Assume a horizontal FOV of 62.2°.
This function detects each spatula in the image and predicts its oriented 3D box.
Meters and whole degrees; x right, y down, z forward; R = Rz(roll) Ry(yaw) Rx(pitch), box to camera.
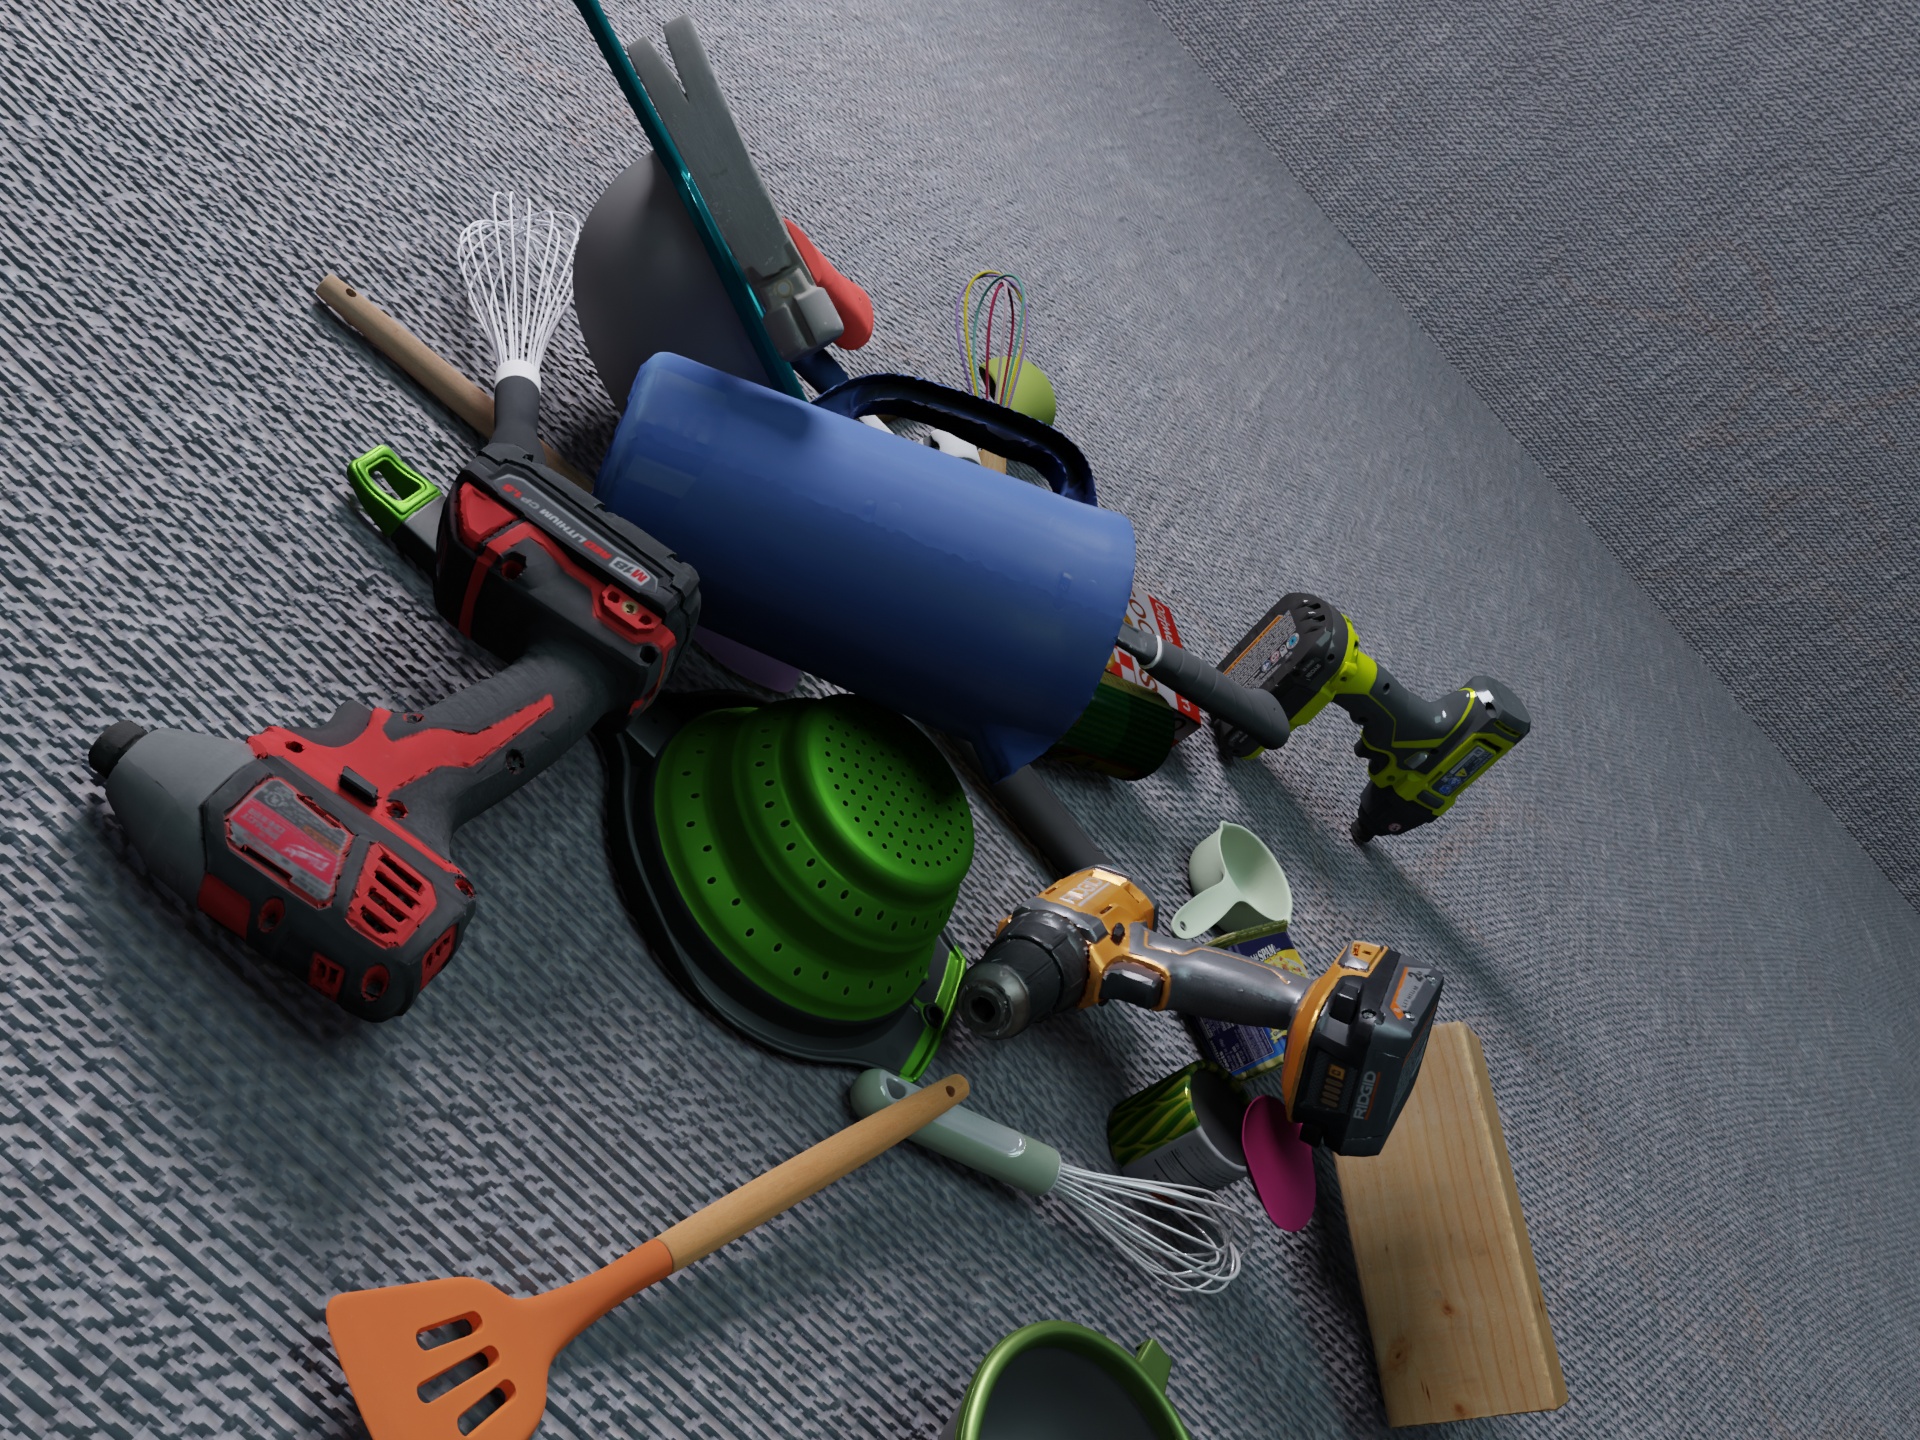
[{"bbox_3d":[-0.094,0.197,0.620,0.322,0.041,0.081,-16,71,-50],"label":"spatula"},{"bbox_3d":[-0.204,-0.120,0.841,0.315,0.018,0.060,41,39,-19],"label":"spatula"}]

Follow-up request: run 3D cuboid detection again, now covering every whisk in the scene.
[{"bbox_3d":[0.049,0.226,0.787,0.246,0.059,0.058,30,27,-23],"label":"whisk"},{"bbox_3d":[0.026,-0.209,1.129,0.047,0.051,0.245,23,65,-56],"label":"whisk"},{"bbox_3d":[-0.226,-0.190,0.818,0.070,0.070,0.285,27,33,-35],"label":"whisk"}]

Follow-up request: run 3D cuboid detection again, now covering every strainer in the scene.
[{"bbox_3d":[-0.165,-0.234,0.808,0.211,0.095,0.340,64,1,34],"label":"strainer"},{"bbox_3d":[-0.005,0.310,0.609,0.256,0.069,0.152,25,43,-36],"label":"strainer"}]

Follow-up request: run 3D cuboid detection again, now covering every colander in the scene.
[{"bbox_3d":[-0.117,-0.002,0.757,0.397,0.094,0.205,45,32,-11],"label":"colander"}]

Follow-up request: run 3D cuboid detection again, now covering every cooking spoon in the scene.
[{"bbox_3d":[0.205,0.238,0.931,0.318,0.017,0.069,9,59,-67],"label":"cooking spoon"}]

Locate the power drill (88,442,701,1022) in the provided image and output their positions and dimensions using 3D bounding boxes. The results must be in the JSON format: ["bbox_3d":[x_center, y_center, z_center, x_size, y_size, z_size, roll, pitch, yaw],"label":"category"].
[{"bbox_3d":[-0.211,-0.004,0.616,0.143,0.078,0.220,34,50,-1],"label":"power drill"}]

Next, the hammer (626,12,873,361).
[{"bbox_3d":[-0.089,-0.250,0.848,0.149,0.036,0.359,64,6,-6],"label":"hammer"}]

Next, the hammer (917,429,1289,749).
[{"bbox_3d":[0.115,-0.046,1.016,0.408,0.036,0.149,25,42,-51],"label":"hammer"}]

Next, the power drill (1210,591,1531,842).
[{"bbox_3d":[0.311,0.007,1.251,0.223,0.171,0.080,26,33,-23],"label":"power drill"}]

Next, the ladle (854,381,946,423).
[{"bbox_3d":[-0.074,-0.207,1.090,0.069,0.031,0.315,44,29,3],"label":"ladle"}]

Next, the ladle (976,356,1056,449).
[{"bbox_3d":[-0.006,-0.194,1.162,0.078,0.062,0.320,53,37,-11],"label":"ladle"}]

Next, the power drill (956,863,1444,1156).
[{"bbox_3d":[0.121,0.148,0.832,0.226,0.084,0.185,17,16,23],"label":"power drill"}]

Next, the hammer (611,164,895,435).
[{"bbox_3d":[-0.069,-0.206,1.032,0.405,0.035,0.144,45,28,0],"label":"hammer"}]

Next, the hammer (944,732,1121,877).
[{"bbox_3d":[-0.002,-0.003,0.968,0.331,0.033,0.128,49,30,-5],"label":"hammer"}]

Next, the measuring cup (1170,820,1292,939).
[{"bbox_3d":[0.166,0.122,1.056,0.083,0.038,0.167,57,33,8],"label":"measuring cup"}]
